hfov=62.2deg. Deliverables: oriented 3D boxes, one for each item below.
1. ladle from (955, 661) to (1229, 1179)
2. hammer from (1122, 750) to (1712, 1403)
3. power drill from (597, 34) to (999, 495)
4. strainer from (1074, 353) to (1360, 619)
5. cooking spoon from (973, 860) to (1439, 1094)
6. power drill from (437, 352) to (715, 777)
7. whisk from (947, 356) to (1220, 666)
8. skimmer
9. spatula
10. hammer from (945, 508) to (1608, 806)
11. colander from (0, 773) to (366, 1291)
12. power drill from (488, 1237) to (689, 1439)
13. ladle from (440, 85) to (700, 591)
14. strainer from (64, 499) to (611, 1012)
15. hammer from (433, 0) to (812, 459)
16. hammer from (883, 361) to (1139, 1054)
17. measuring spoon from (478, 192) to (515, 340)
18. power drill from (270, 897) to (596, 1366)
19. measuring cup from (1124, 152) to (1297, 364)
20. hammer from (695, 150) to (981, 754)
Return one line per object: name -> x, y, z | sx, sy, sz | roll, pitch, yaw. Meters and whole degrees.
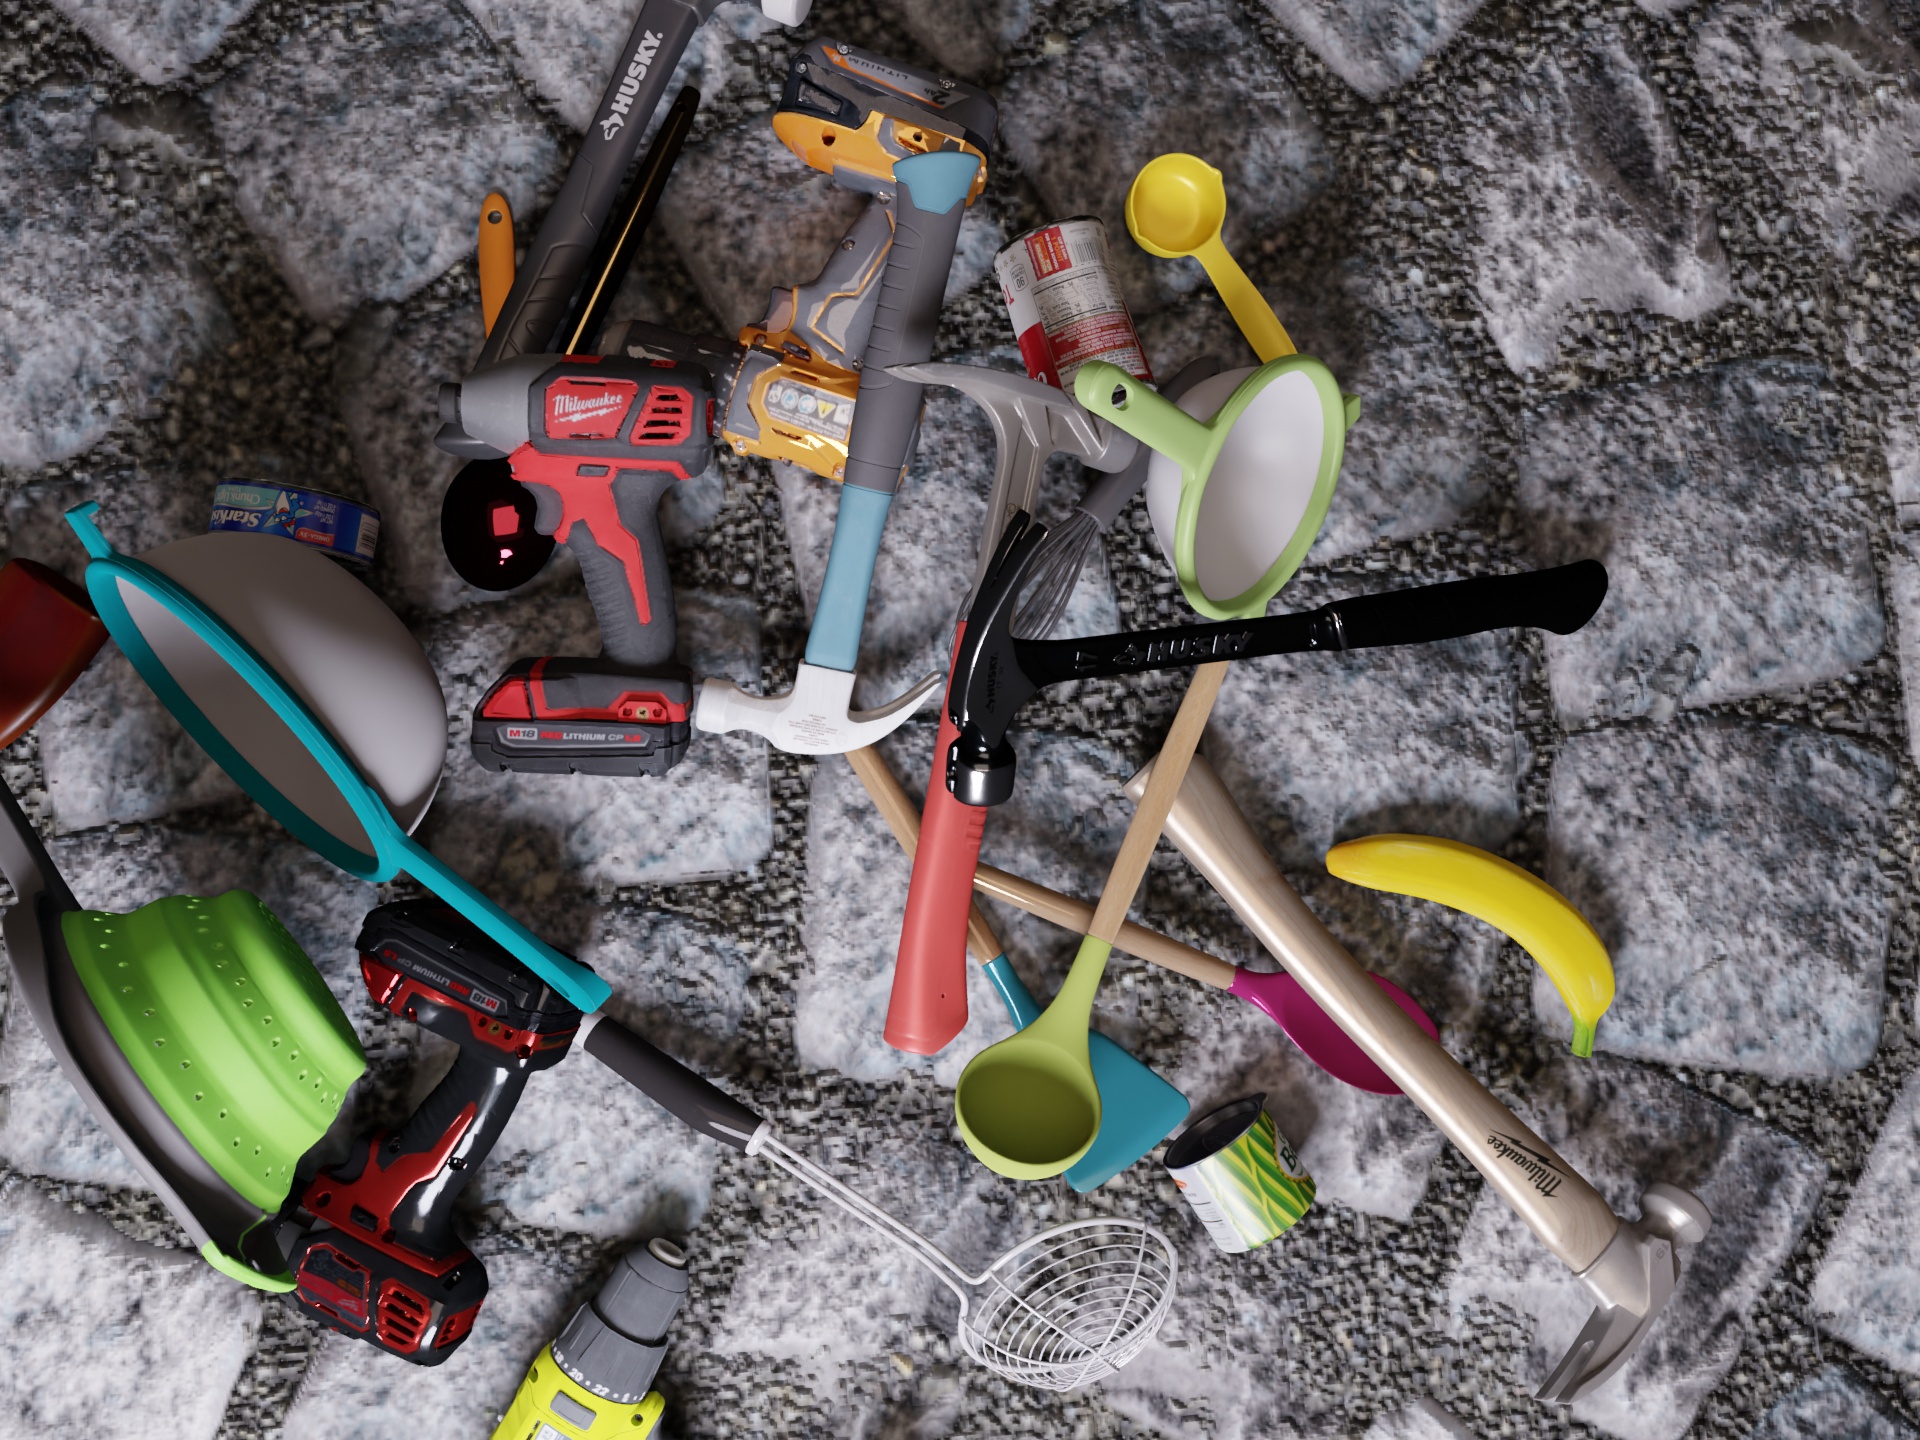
ladle -> 0.085, 0.093, 0.859 | 0.078, 0.062, 0.320 | 22, 82, 11
hammer -> 0.236, 0.183, 0.891 | 0.410, 0.038, 0.146 | 47, 65, 4
power drill -> -0.089, -0.257, 0.895 | 0.185, 0.084, 0.226 | 18, 92, -2
strainer -> 0.116, -0.145, 0.845 | 0.069, 0.256, 0.151 | 28, 98, 37
cooking spoon -> 0.130, 0.137, 0.905 | 0.319, 0.017, 0.069 | 23, 66, -7
power drill -> -0.207, -0.086, 0.855 | 0.143, 0.078, 0.219 | 3, 101, -7
whisk -> 0.073, -0.119, 0.913 | 0.055, 0.055, 0.239 | 39, 82, -1
skimmer -> -0.051, 0.255, 0.897 | 0.363, 0.090, 0.127 | 31, 115, 9
spatula -> 0.008, 0.112, 0.902 | 0.082, 0.044, 0.317 | -33, 88, -16
hammer -> 0.184, -0.053, 0.851 | 0.409, 0.036, 0.149 | -8, 121, -23
colander -> -0.407, 0.091, 0.794 | 0.094, 0.204, 0.397 | -35, 71, -18
power drill -> -0.140, 0.414, 0.870 | 0.228, 0.080, 0.190 | 31, 87, 1
ladle -> -0.217, -0.222, 0.913 | 0.069, 0.031, 0.315 | 23, 85, 0
strainer -> -0.286, 0.014, 0.807 | 0.340, 0.210, 0.095 | 36, 60, 11
hammer -> -0.214, -0.300, 0.893 | 0.146, 0.035, 0.335 | 22, 84, 5
hammer -> -0.001, -0.003, 0.841 | 0.149, 0.037, 0.359 | 9, 93, -33
measuring spoon -> -0.268, -0.248, 0.917 | 0.021, 0.011, 0.117 | -2, 88, -3
power drill -> -0.317, 0.212, 0.864 | 0.188, 0.080, 0.227 | 22, 90, 11
measuring cup -> 0.152, -0.260, 0.936 | 0.062, 0.029, 0.156 | -38, 102, -3
hammer -> -0.048, -0.139, 0.855 | 0.128, 0.033, 0.331 | 12, 103, -6
